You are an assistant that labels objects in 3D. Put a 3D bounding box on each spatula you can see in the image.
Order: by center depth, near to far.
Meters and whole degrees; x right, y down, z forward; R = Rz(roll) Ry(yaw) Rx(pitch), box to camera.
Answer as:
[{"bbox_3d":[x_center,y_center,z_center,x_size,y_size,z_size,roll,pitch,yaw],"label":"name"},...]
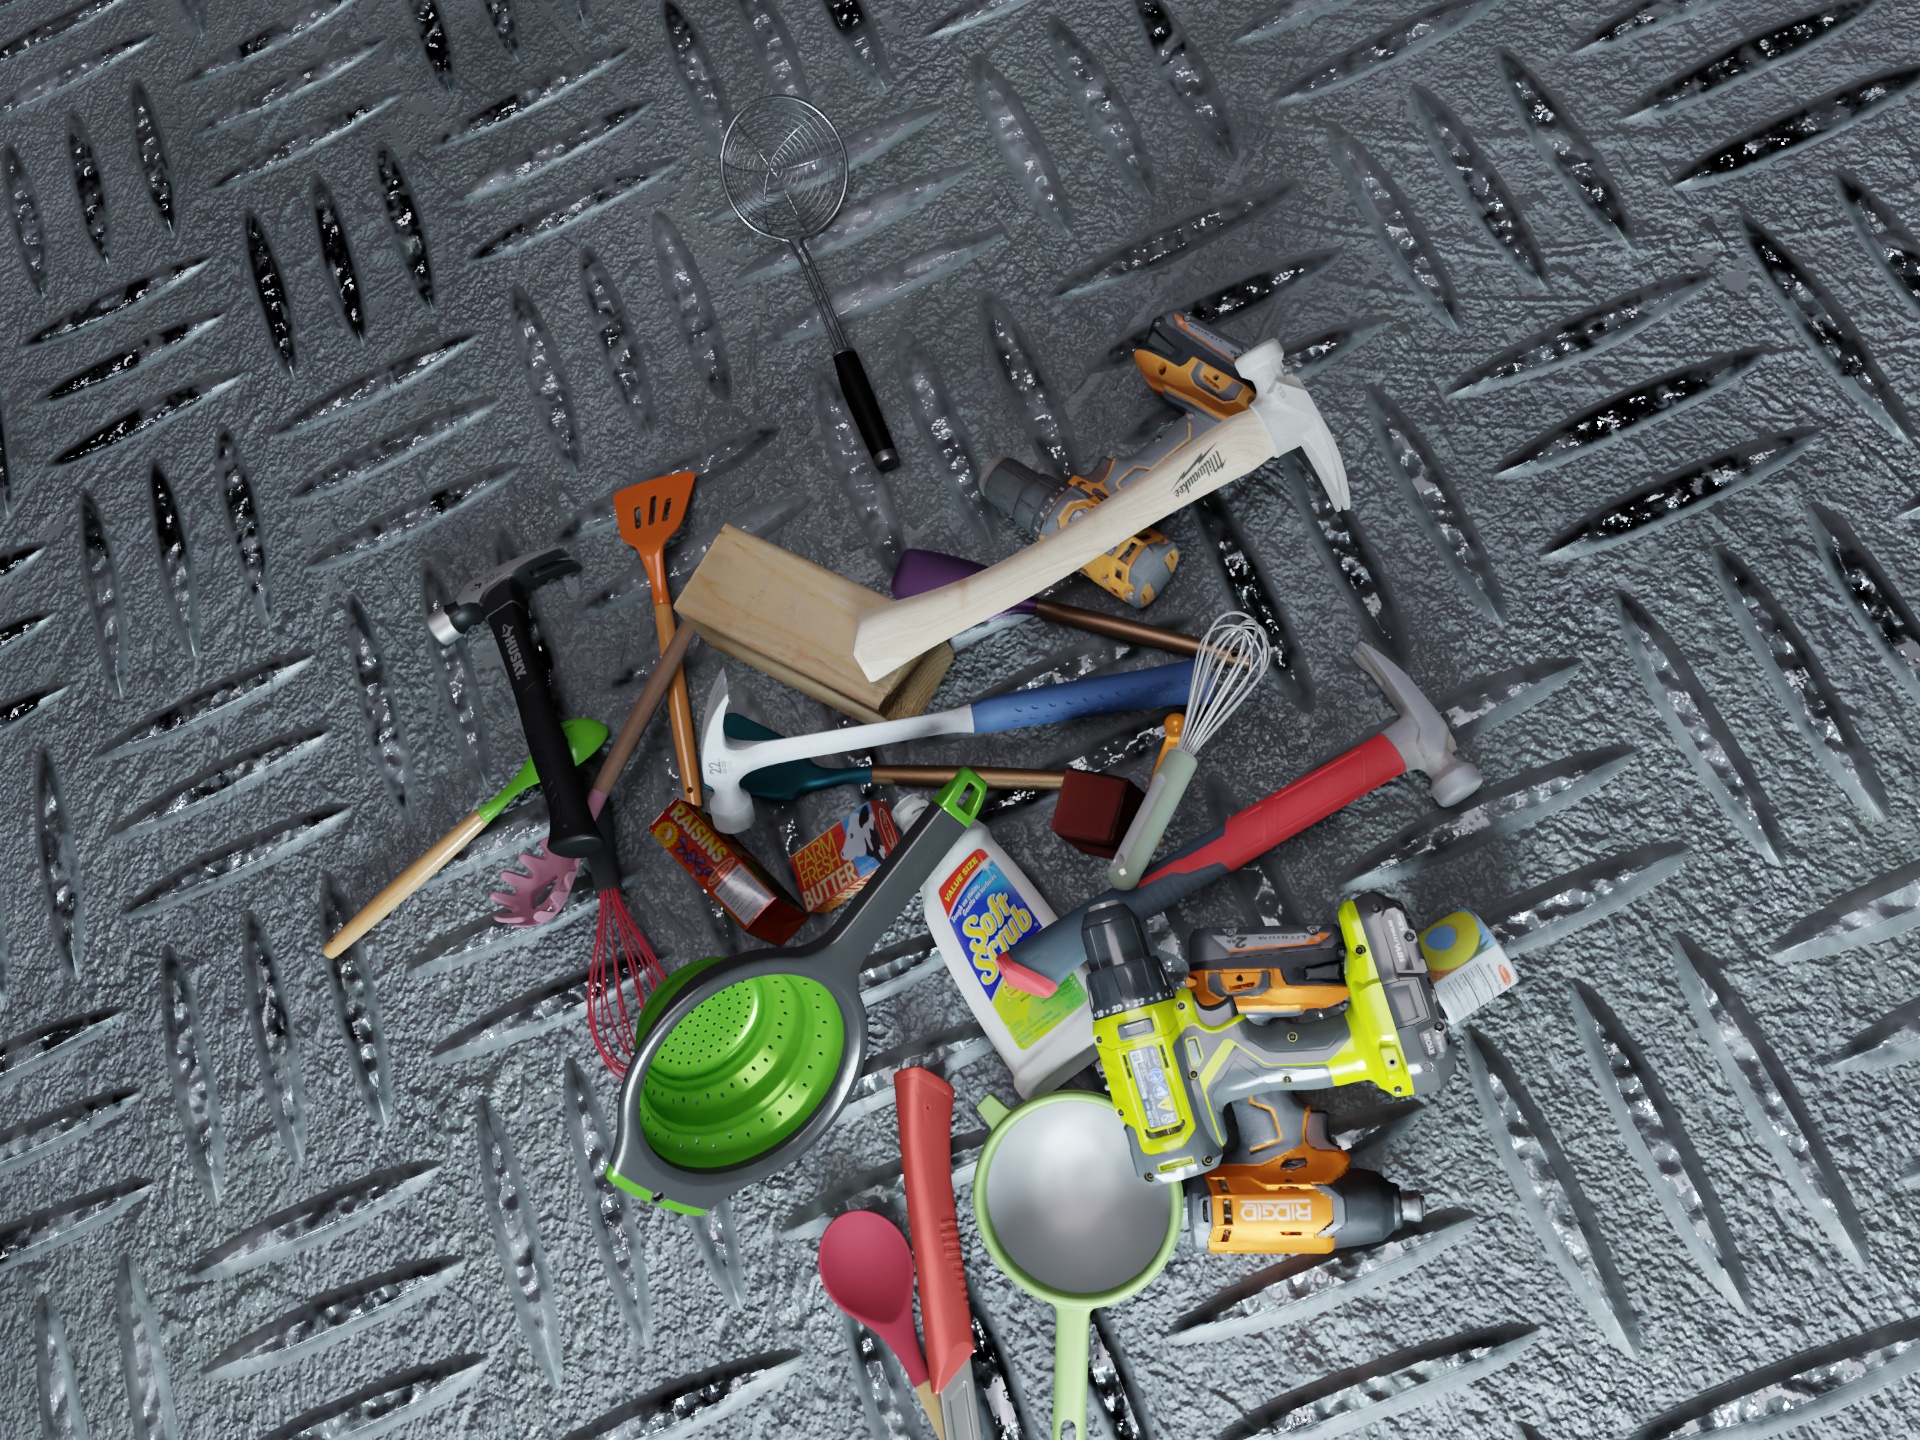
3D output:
[{"bbox_3d":[-0.049,0.040,1.300,0.317,0.044,0.082,1,50,12],"label":"spatula"},{"bbox_3d":[0.088,-0.086,1.322,0.316,0.018,0.060,15,79,18],"label":"spatula"},{"bbox_3d":[-0.254,-0.076,1.401,0.081,0.041,0.323,-14,74,8],"label":"spatula"}]

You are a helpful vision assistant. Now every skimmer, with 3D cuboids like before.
[{"bbox_3d":[-0.119,-0.397,1.436,0.127,0.090,0.364,-12,69,-24],"label":"skimmer"}]

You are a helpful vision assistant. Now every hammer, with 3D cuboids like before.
[{"bbox_3d":[-0.020,0.432,1.148,0.149,0.036,0.359,-4,65,-13],"label":"hammer"},{"bbox_3d":[0.192,0.083,1.196,0.386,0.038,0.143,-28,67,-9],"label":"hammer"},{"bbox_3d":[-0.002,-0.004,1.242,0.405,0.144,0.035,-10,41,-6],"label":"hammer"},{"bbox_3d":[0.104,-0.136,1.245,0.410,0.038,0.146,-30,95,-2],"label":"hammer"},{"bbox_3d":[-0.357,-0.016,1.353,0.146,0.035,0.335,-32,52,3],"label":"hammer"}]

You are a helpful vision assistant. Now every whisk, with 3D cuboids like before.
[{"bbox_3d":[0.169,0.021,1.190,0.059,0.058,0.246,38,67,-21],"label":"whisk"},{"bbox_3d":[-0.286,0.159,1.314,0.073,0.073,0.296,-22,62,6],"label":"whisk"}]

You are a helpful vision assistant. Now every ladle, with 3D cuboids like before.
[{"bbox_3d":[-0.013,0.502,1.149,0.069,0.031,0.316,-28,70,-8],"label":"ladle"}]

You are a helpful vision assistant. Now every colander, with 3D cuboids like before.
[{"bbox_3d":[-0.128,0.183,1.210,0.397,0.204,0.095,-52,42,-3],"label":"colander"}]

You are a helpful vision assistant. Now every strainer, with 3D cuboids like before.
[{"bbox_3d":[0.087,0.393,1.147,0.151,0.069,0.256,1,85,14],"label":"strainer"}]

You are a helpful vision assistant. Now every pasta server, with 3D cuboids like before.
[{"bbox_3d":[-0.293,0.033,1.329,0.060,0.040,0.316,16,71,31],"label":"pasta server"}]

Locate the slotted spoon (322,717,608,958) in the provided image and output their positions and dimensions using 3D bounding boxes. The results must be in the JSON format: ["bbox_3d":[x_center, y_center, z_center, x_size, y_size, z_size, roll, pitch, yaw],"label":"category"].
[{"bbox_3d":[-0.433,0.100,1.377,0.314,0.031,0.070,-41,33,2],"label":"slotted spoon"}]

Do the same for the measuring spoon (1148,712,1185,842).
[{"bbox_3d":[0.161,0.048,1.264,0.021,0.011,0.117,10,75,16],"label":"measuring spoon"}]

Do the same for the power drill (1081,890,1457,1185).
[{"bbox_3d":[0.201,0.195,1.082,0.228,0.080,0.191,-17,77,8],"label":"power drill"}]

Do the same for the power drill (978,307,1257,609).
[{"bbox_3d":[0.139,-0.228,1.327,0.185,0.084,0.226,34,88,21],"label":"power drill"}]

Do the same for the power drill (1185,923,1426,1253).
[{"bbox_3d":[0.242,0.263,1.140,0.164,0.084,0.227,-3,75,11],"label":"power drill"}]
